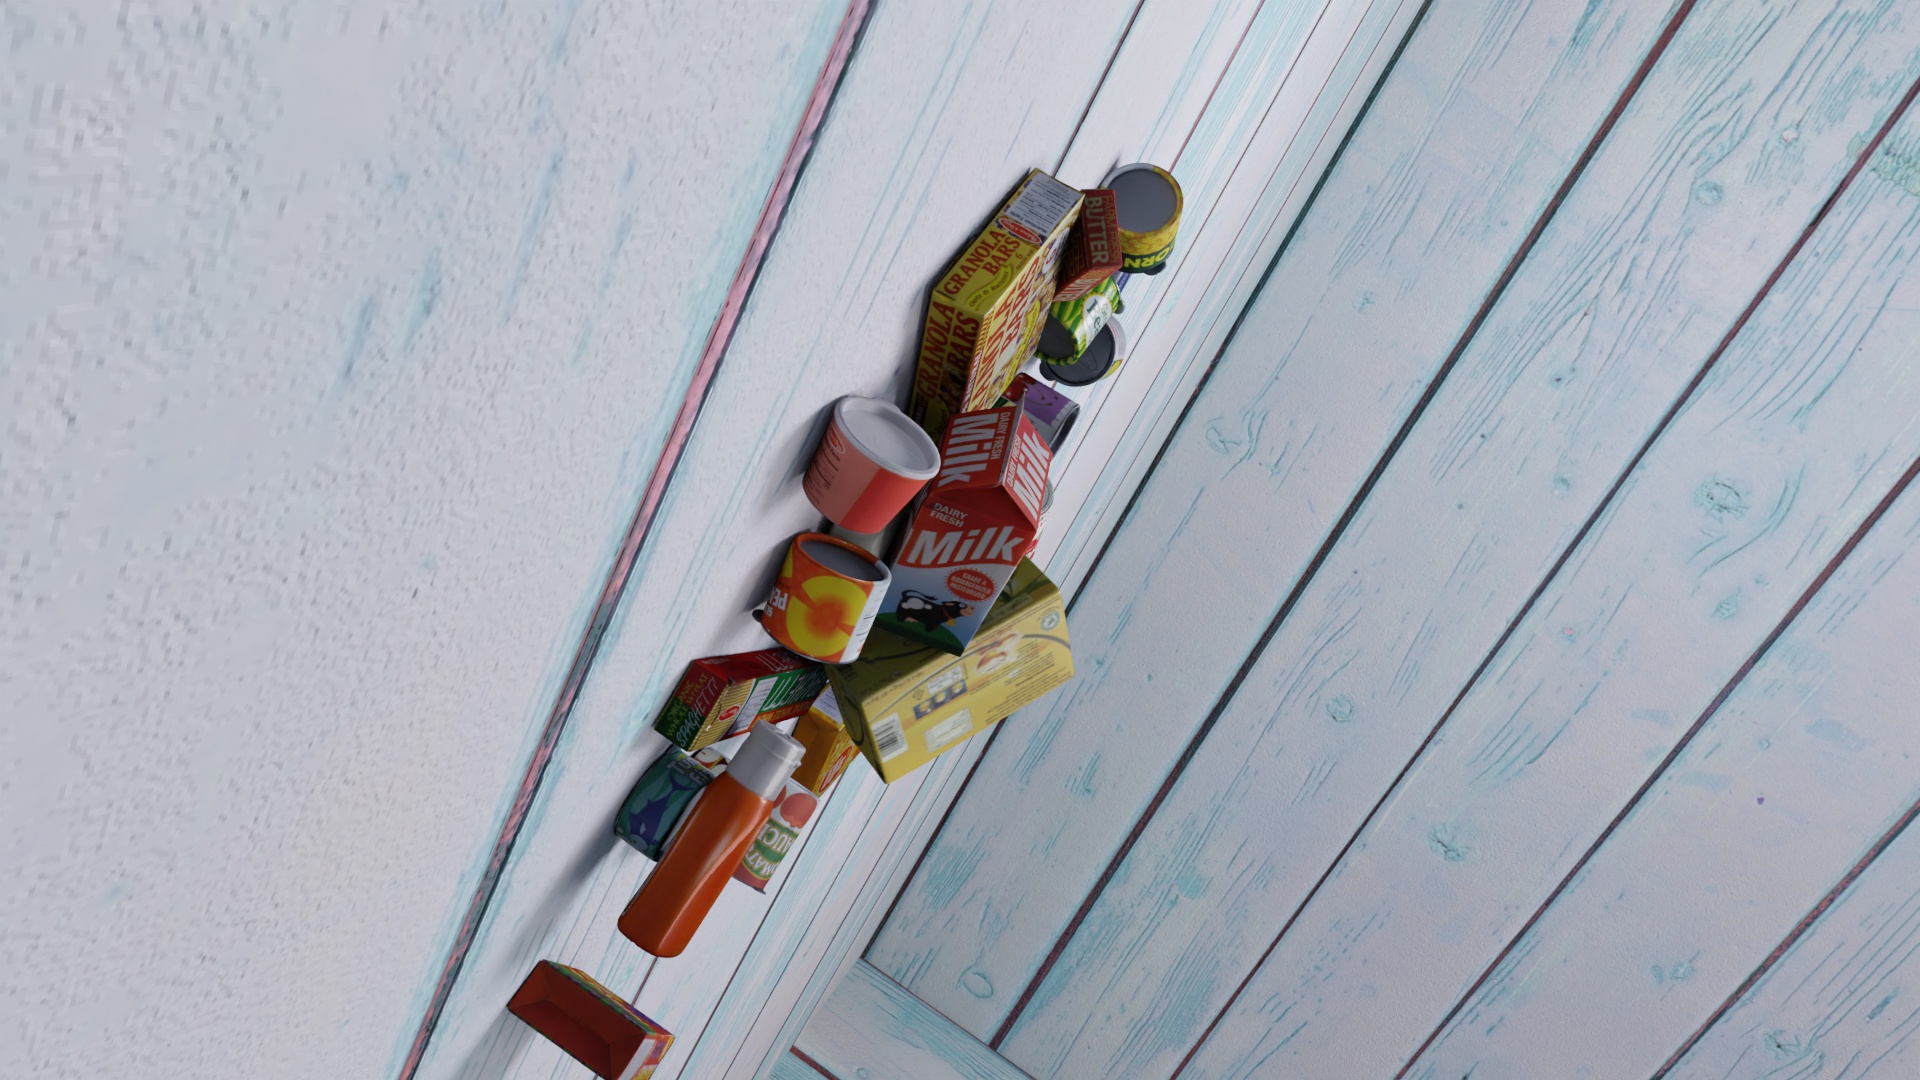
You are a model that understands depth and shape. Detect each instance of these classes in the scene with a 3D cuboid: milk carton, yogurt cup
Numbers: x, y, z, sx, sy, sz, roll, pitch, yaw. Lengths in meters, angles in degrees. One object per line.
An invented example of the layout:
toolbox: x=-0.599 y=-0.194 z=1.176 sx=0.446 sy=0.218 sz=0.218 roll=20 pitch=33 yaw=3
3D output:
milk carton: x=0.003 y=-0.011 z=0.900 sx=0.189 sy=0.073 sz=0.073 roll=119 pitch=-12 yaw=-47
yogurt cup: x=-0.053 y=-0.041 z=0.786 sx=0.053 sy=0.072 sz=0.073 roll=-53 pitch=174 yaw=26

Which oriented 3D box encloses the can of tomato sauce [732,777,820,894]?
can of tomato sauce: x=-0.157 y=0.221 z=1.083 sx=0.083 sy=0.071 sz=0.071 roll=-57 pitch=171 yaw=-10

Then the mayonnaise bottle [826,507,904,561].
mayonnaise bottle: x=-0.066 y=-0.004 z=0.910 sx=0.147 sy=0.041 sz=0.065 roll=-64 pitch=177 yaw=26

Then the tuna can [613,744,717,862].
tuna can: x=-0.183 y=0.165 z=0.876 sx=0.071 sy=0.033 sz=0.071 roll=-55 pitch=171 yaw=-13

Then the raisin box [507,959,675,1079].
raisin box: x=-0.242 y=0.322 z=0.924 sx=0.040 sy=0.086 sz=0.123 roll=-56 pitch=171 yaw=-18

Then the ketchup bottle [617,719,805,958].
ketchup bottle: x=-0.150 y=0.182 z=0.856 sx=0.149 sy=0.043 sz=0.064 roll=-56 pitch=172 yaw=-5

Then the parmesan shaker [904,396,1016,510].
parmesan shaker: x=0.002 y=-0.055 z=1.003 sx=0.103 sy=0.071 sz=0.071 roll=-48 pitch=166 yaw=-52

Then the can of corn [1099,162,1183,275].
can of corn: x=0.138 y=-0.247 z=1.075 sx=0.071 sy=0.071 sz=0.058 roll=-56 pitch=170 yaw=-13

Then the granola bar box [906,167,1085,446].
granola bar box: x=0.018 y=-0.141 z=0.896 sx=0.125 sy=0.039 sz=0.164 roll=-54 pitch=170 yaw=-28

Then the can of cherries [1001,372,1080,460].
can of cherries: x=0.063 y=-0.104 z=1.197 sx=0.071 sy=0.058 sz=0.071 roll=-56 pitch=170 yaw=-15

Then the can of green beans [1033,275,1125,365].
can of green beans: x=0.073 y=-0.169 z=1.008 sx=0.058 sy=0.071 sz=0.071 roll=-54 pitch=170 yaw=-23

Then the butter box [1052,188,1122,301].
butter box: x=0.078 y=-0.194 z=0.920 sx=0.103 sy=0.024 sz=0.053 roll=171 pitch=-86 yaw=-78

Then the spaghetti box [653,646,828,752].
spaghetti box: x=-0.135 y=0.100 z=0.926 sx=0.050 sy=0.029 sz=0.250 roll=-58 pitch=171 yaw=4

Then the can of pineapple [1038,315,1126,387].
can of pineapple: x=0.103 y=-0.165 z=1.187 sx=0.070 sy=0.071 sz=0.058 roll=-61 pitch=170 yaw=17

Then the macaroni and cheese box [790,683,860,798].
macaroni and cheese box: x=-0.101 y=0.159 z=1.263 sx=0.167 sy=0.040 sz=0.123 roll=-44 pitch=164 yaw=-54

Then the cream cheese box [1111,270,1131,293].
cream cheese box: x=0.128 y=-0.226 z=1.240 sx=0.103 sy=0.024 sz=0.053 roll=-59 pitch=171 yaw=10

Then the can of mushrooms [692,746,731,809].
can of mushrooms: x=-0.177 y=0.177 z=0.941 sx=0.071 sy=0.033 sz=0.071 roll=-56 pitch=174 yaw=-10

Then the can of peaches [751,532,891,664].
can of peaches: x=-0.085 y=0.034 z=0.855 sx=0.058 sy=0.071 sz=0.071 roll=-65 pitch=169 yaw=17
